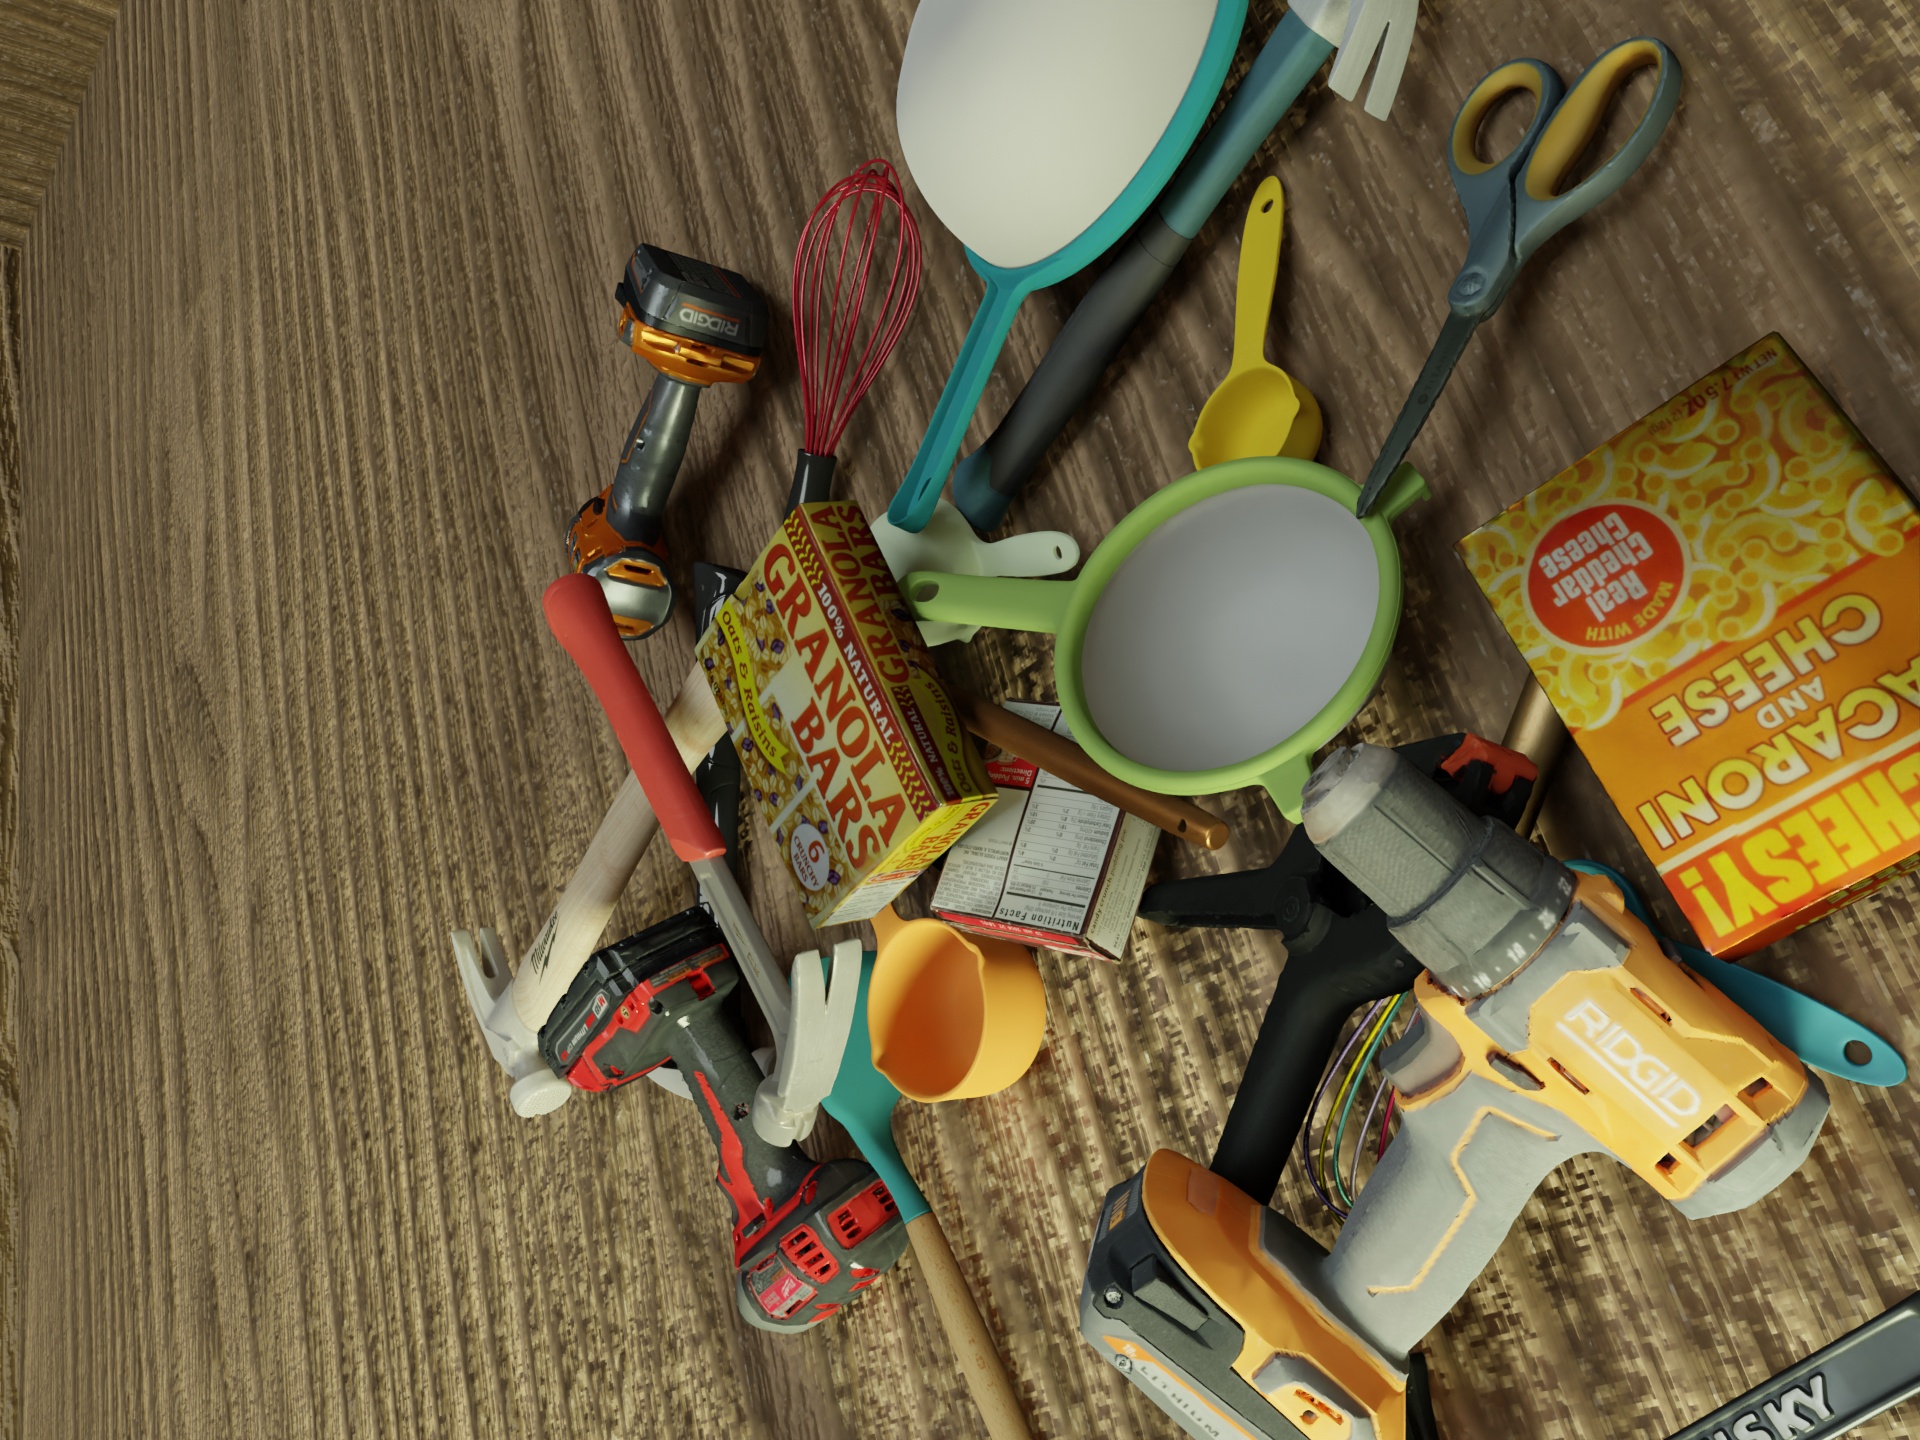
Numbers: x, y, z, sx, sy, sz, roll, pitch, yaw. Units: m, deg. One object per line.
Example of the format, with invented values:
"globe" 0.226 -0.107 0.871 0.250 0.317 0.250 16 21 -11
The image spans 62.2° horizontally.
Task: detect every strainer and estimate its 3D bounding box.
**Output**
"strainer" 0.079 -0.035 0.691 0.256 0.069 0.151 9 71 41
"strainer" 0.008 -0.262 0.760 0.211 0.095 0.340 27 95 58

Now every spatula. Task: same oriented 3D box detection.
"spatula" -0.005 0.261 0.770 0.044 0.082 0.318 -46 59 35
"spatula" -0.001 -0.002 0.734 0.323 0.041 0.081 27 114 49

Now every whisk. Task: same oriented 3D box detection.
"whisk" -0.079 -0.173 0.920 0.073 0.073 0.295 29 112 46
"whisk" 0.190 0.080 0.591 0.047 0.051 0.245 -129 58 -80

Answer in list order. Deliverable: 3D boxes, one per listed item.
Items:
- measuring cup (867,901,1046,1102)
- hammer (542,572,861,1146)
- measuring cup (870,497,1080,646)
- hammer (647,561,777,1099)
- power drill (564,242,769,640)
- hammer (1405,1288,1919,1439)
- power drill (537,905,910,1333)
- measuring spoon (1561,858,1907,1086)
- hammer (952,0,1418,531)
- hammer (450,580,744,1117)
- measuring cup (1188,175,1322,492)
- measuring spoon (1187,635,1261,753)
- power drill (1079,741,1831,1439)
"measuring cup" -0.015 0.111 0.806 0.095 0.052 0.174 -51 48 30
"hammer" -0.147 0.038 0.831 0.359 0.036 0.149 56 146 36
"measuring cup" 0.001 -0.075 0.791 0.168 0.038 0.083 2 109 61
"hammer" -0.152 0.064 0.977 0.146 0.035 0.335 -13 74 46
"power drill" -0.201 -0.183 1.030 0.226 0.084 0.164 -69 26 20
"hammer" 0.287 0.177 0.474 0.408 0.036 0.149 -51 49 29
"power drill" -0.128 0.224 0.857 0.220 0.078 0.143 52 132 15
"measuring spoon" 0.255 0.086 0.540 0.129 0.021 0.042 29 113 37
"hammer" 0.092 -0.223 0.745 0.331 0.033 0.128 -52 37 32
"hammer" -0.211 0.067 0.973 0.410 0.038 0.146 -54 54 31
"measuring cup" 0.138 -0.170 0.707 0.062 0.029 0.157 -12 63 49
"measuring spoon" 0.106 -0.023 0.723 0.034 0.018 0.124 -33 52 20
"power drill" 0.135 0.134 0.532 0.185 0.084 0.226 42 107 1
